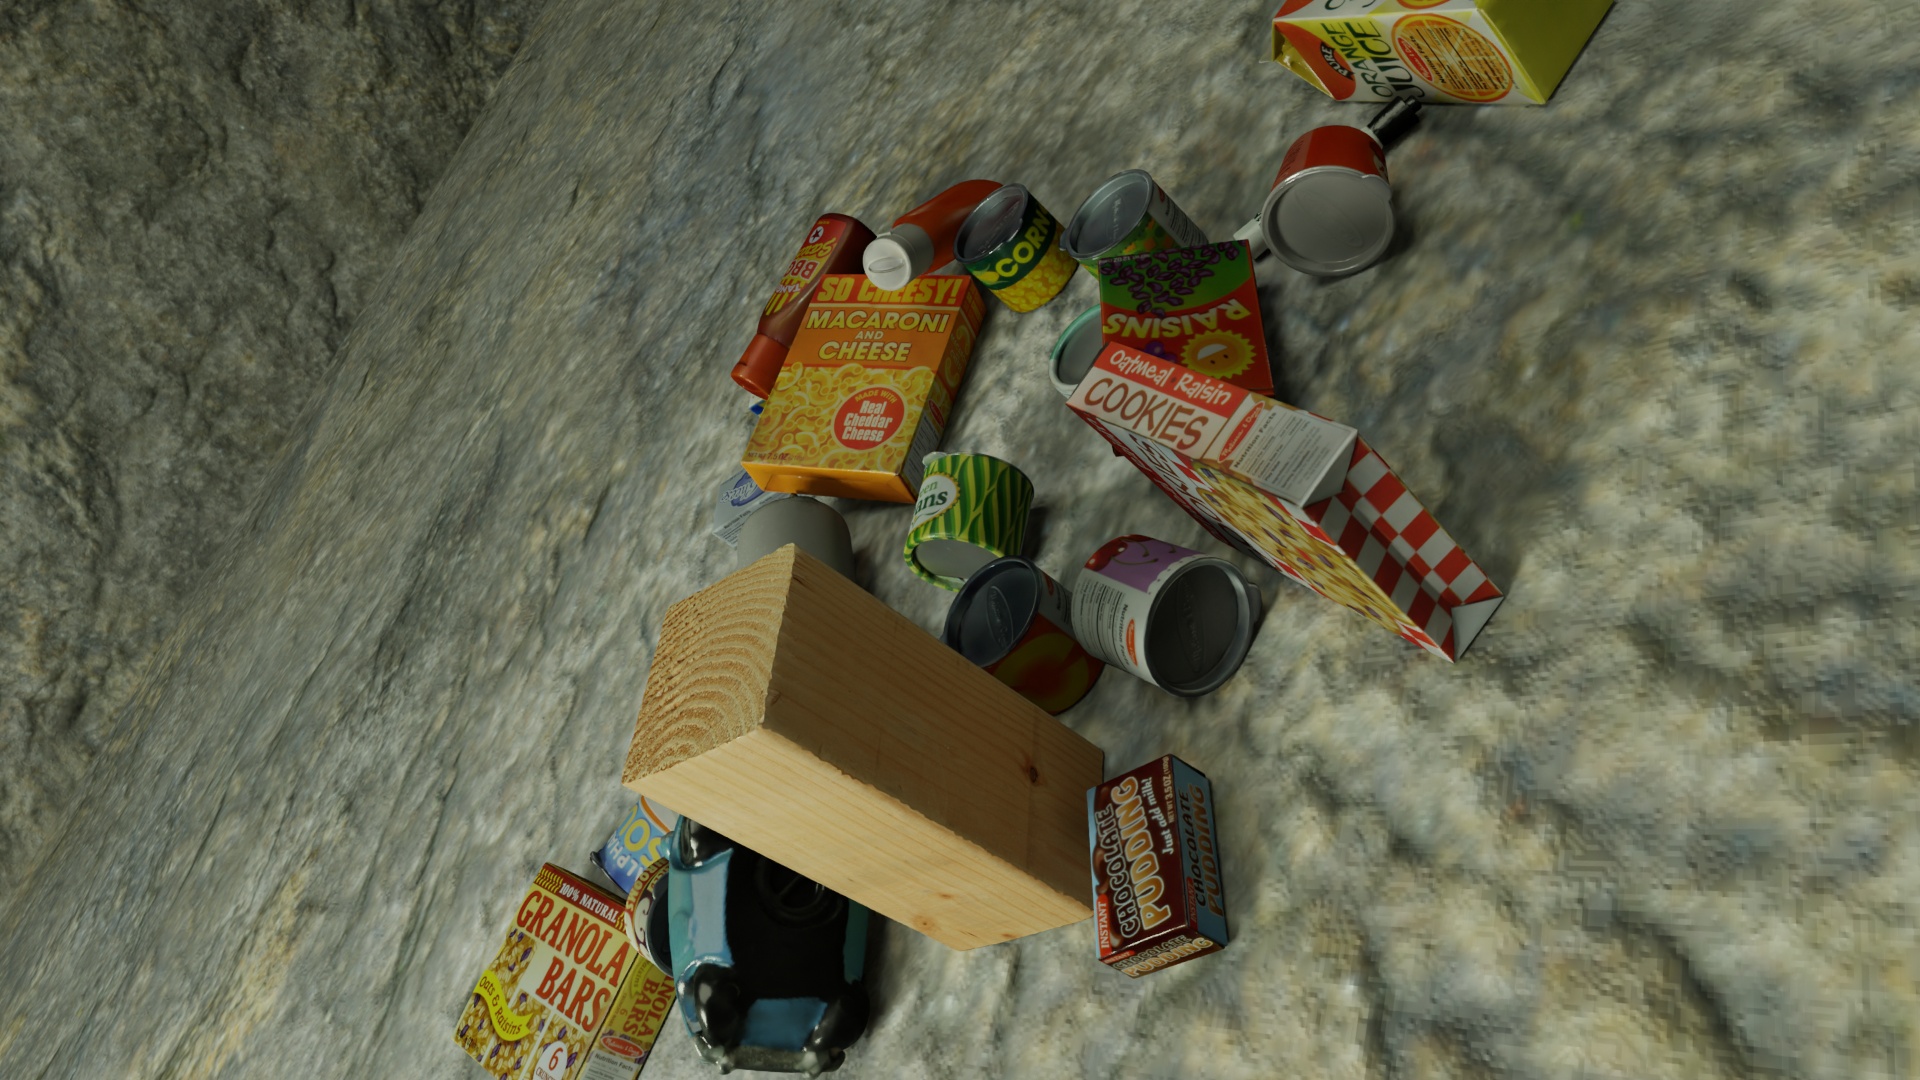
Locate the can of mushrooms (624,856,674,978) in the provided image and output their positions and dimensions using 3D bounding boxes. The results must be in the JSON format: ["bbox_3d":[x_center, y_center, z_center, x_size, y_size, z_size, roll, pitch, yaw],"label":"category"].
[{"bbox_3d":[-0.156,0.211,0.789,0.033,0.071,0.071,5,64,54],"label":"can of mushrooms"}]

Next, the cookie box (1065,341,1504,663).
[{"bbox_3d":[0.136,-0.022,0.604,0.040,0.122,0.168,-53,33,-1],"label":"cookie box"}]

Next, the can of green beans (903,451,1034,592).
[{"bbox_3d":[0.005,-0.009,0.801,0.071,0.071,0.058,-17,48,41],"label":"can of green beans"}]

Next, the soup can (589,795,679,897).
[{"bbox_3d":[-0.170,0.174,0.838,0.084,0.071,0.071,-53,33,-1],"label":"soup can"}]

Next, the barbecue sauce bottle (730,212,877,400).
[{"bbox_3d":[-0.121,-0.177,1.055,0.065,0.043,0.149,16,73,53],"label":"barbecue sauce bottle"}]

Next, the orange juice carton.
[{"bbox_3d":[0.246,-0.292,0.764,0.072,0.073,0.193,-55,33,-3],"label":"orange juice carton"}]

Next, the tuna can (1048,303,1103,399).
[{"bbox_3d":[0.088,-0.109,0.822,0.071,0.033,0.071,-31,40,30],"label":"tuna can"}]

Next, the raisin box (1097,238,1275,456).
[{"bbox_3d":[0.120,-0.105,0.744,0.086,0.040,0.124,-5,49,9],"label":"raisin box"}]

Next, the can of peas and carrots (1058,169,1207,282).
[{"bbox_3d":[0.105,-0.179,0.843,0.070,0.058,0.071,-32,39,30],"label":"can of peas and carrots"}]

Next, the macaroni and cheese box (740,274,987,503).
[{"bbox_3d":[-0.065,-0.108,0.961,0.124,0.040,0.167,6,61,25],"label":"macaroni and cheese box"}]

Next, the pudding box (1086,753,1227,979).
[{"bbox_3d":[0.084,0.141,0.602,0.049,0.030,0.084,-31,39,31],"label":"pudding box"}]

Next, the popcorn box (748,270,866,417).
[{"bbox_3d":[-0.106,-0.149,1.087,0.126,0.038,0.085,-26,43,34],"label":"popcorn box"}]

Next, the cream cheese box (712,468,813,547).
[{"bbox_3d":[-0.142,-0.041,1.045,0.103,0.024,0.053,-31,41,30],"label":"cream cheese box"}]

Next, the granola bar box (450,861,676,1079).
[{"bbox_3d":[-0.241,0.278,0.858,0.165,0.039,0.124,2,61,51],"label":"granola bar box"}]

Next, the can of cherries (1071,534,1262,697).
[{"bbox_3d":[0.097,0.034,0.656,0.058,0.071,0.071,20,76,56],"label":"can of cherries"}]

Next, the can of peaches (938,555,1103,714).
[{"bbox_3d":[0.032,0.051,0.721,0.071,0.058,0.071,-31,40,30],"label":"can of peaches"}]

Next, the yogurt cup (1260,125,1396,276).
[{"bbox_3d":[0.196,-0.182,0.734,0.072,0.072,0.054,-22,36,38],"label":"yogurt cup"}]

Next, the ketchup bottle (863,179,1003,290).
[{"bbox_3d":[-0.019,-0.215,0.977,0.064,0.043,0.149,-6,23,30],"label":"ketchup bottle"}]

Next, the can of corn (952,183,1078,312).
[{"bbox_3d":[0.040,-0.196,0.937,0.071,0.058,0.071,-31,39,29],"label":"can of corn"}]
